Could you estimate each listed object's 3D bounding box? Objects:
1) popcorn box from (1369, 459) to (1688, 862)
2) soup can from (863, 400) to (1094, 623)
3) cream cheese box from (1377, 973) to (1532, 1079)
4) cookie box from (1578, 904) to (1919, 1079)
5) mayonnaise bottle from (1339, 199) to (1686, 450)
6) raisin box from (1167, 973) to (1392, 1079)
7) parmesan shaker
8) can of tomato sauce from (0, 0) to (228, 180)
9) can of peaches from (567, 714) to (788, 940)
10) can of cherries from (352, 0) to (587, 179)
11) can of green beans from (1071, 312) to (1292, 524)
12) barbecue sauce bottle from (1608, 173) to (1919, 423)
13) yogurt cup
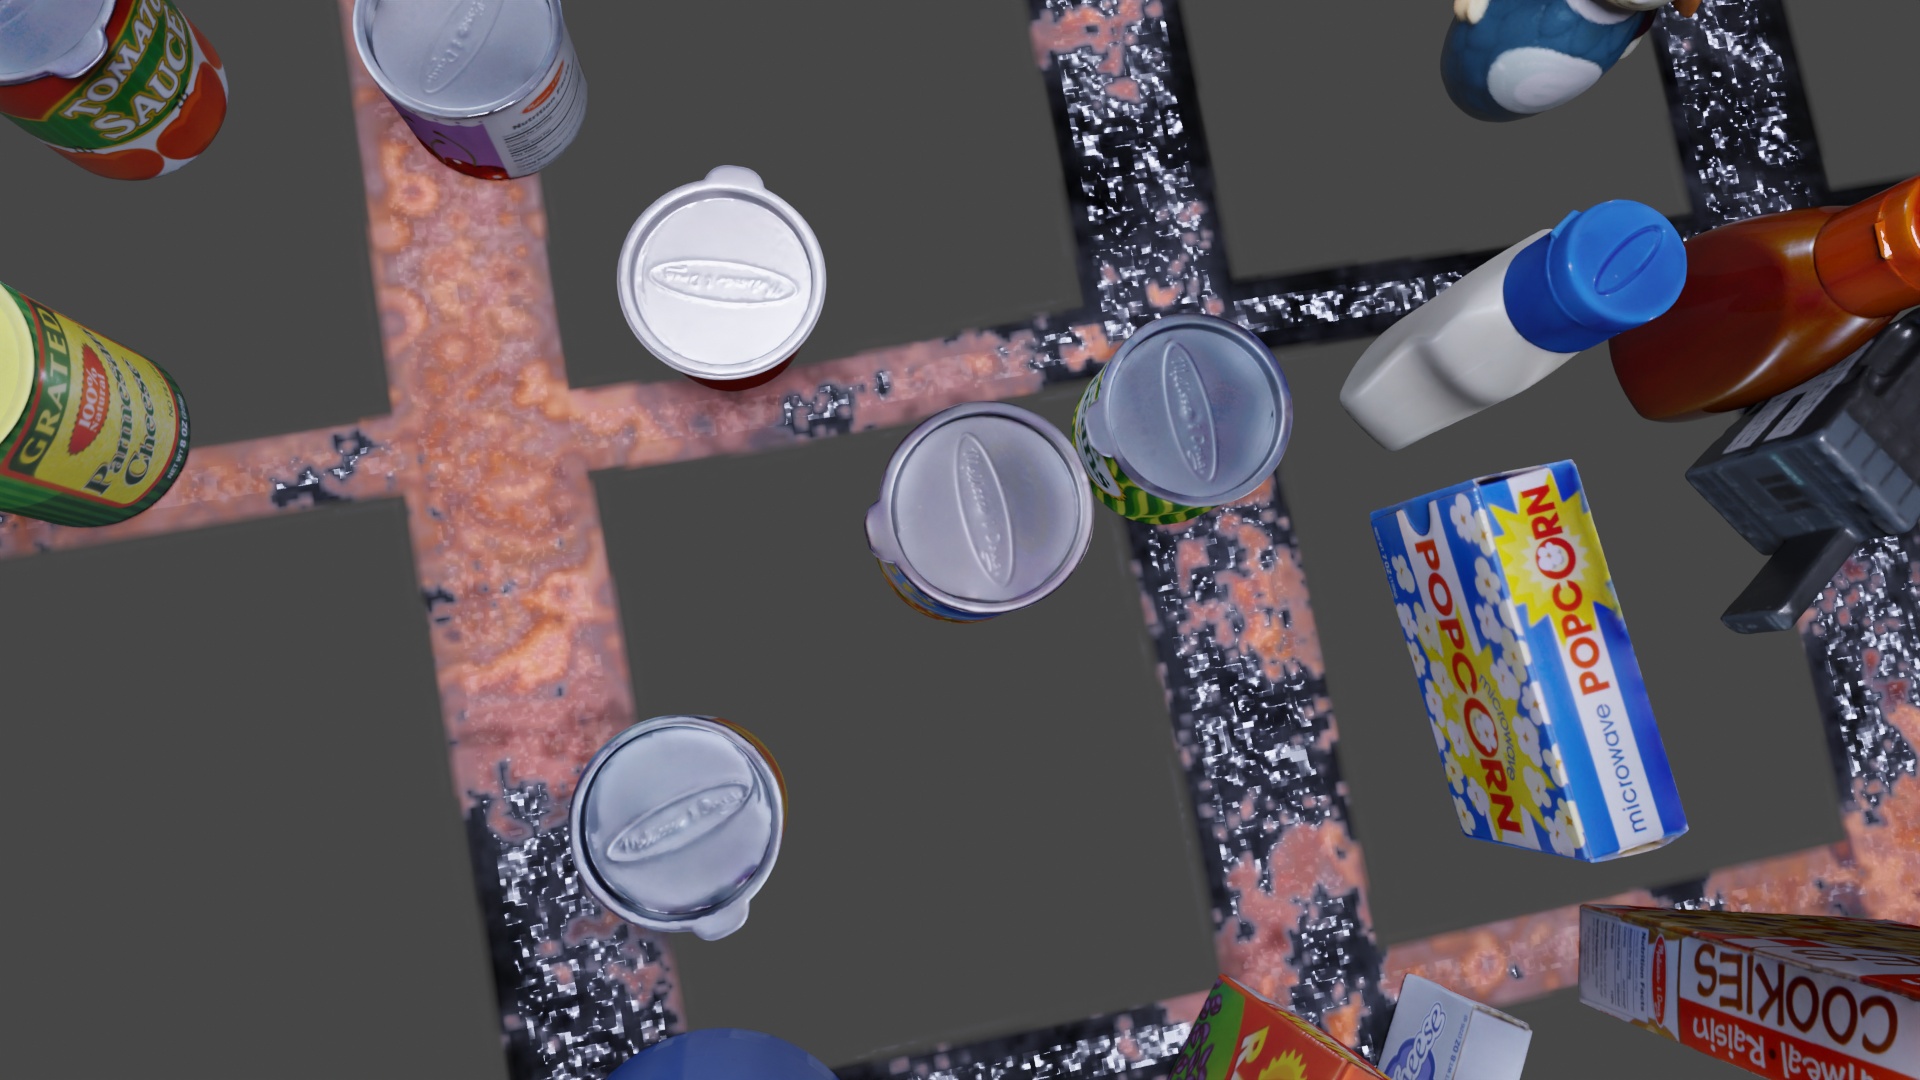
[{"bbox_3d":[0.191,0.041,0.478,0.038,0.085,0.126,-14,85,-7],"label":"popcorn box"},{"bbox_3d":[0.002,-0.006,0.465,0.071,0.083,0.071,1,84,-6],"label":"soup can"},{"bbox_3d":[0.157,0.205,0.471,0.024,0.053,0.104,21,82,-3],"label":"cream cheese box"},{"bbox_3d":[0.297,0.147,0.435,0.123,0.167,0.040,5,83,-5],"label":"cookie box"},{"bbox_3d":[0.178,-0.070,0.458,0.065,0.148,0.041,-43,89,-8],"label":"mayonnaise bottle"},{"bbox_3d":[0.094,0.192,0.431,0.040,0.123,0.086,30,82,-2],"label":"raisin box"},{"bbox_3d":[-0.294,-0.045,0.430,0.071,0.103,0.071,1,84,-6],"label":"parmesan shaker"},{"bbox_3d":[-0.288,-0.162,0.454,0.071,0.083,0.071,1,84,-6],"label":"can of tomato sauce"},{"bbox_3d":[-0.090,0.093,0.457,0.071,0.058,0.071,1,83,-6],"label":"can of peaches"},{"bbox_3d":[-0.168,-0.168,0.480,0.071,0.058,0.071,1,83,-6],"label":"can of cherries"},{"bbox_3d":[0.076,-0.041,0.490,0.071,0.057,0.071,1,83,-6],"label":"can of green beans"},{"bbox_3d":[0.280,-0.083,0.470,0.044,0.148,0.065,-8,85,-6],"label":"barbecue sauce bottle"},{"bbox_3d":[-0.081,-0.084,0.481,0.072,0.054,0.072,1,83,-6],"label":"yogurt cup"}]
